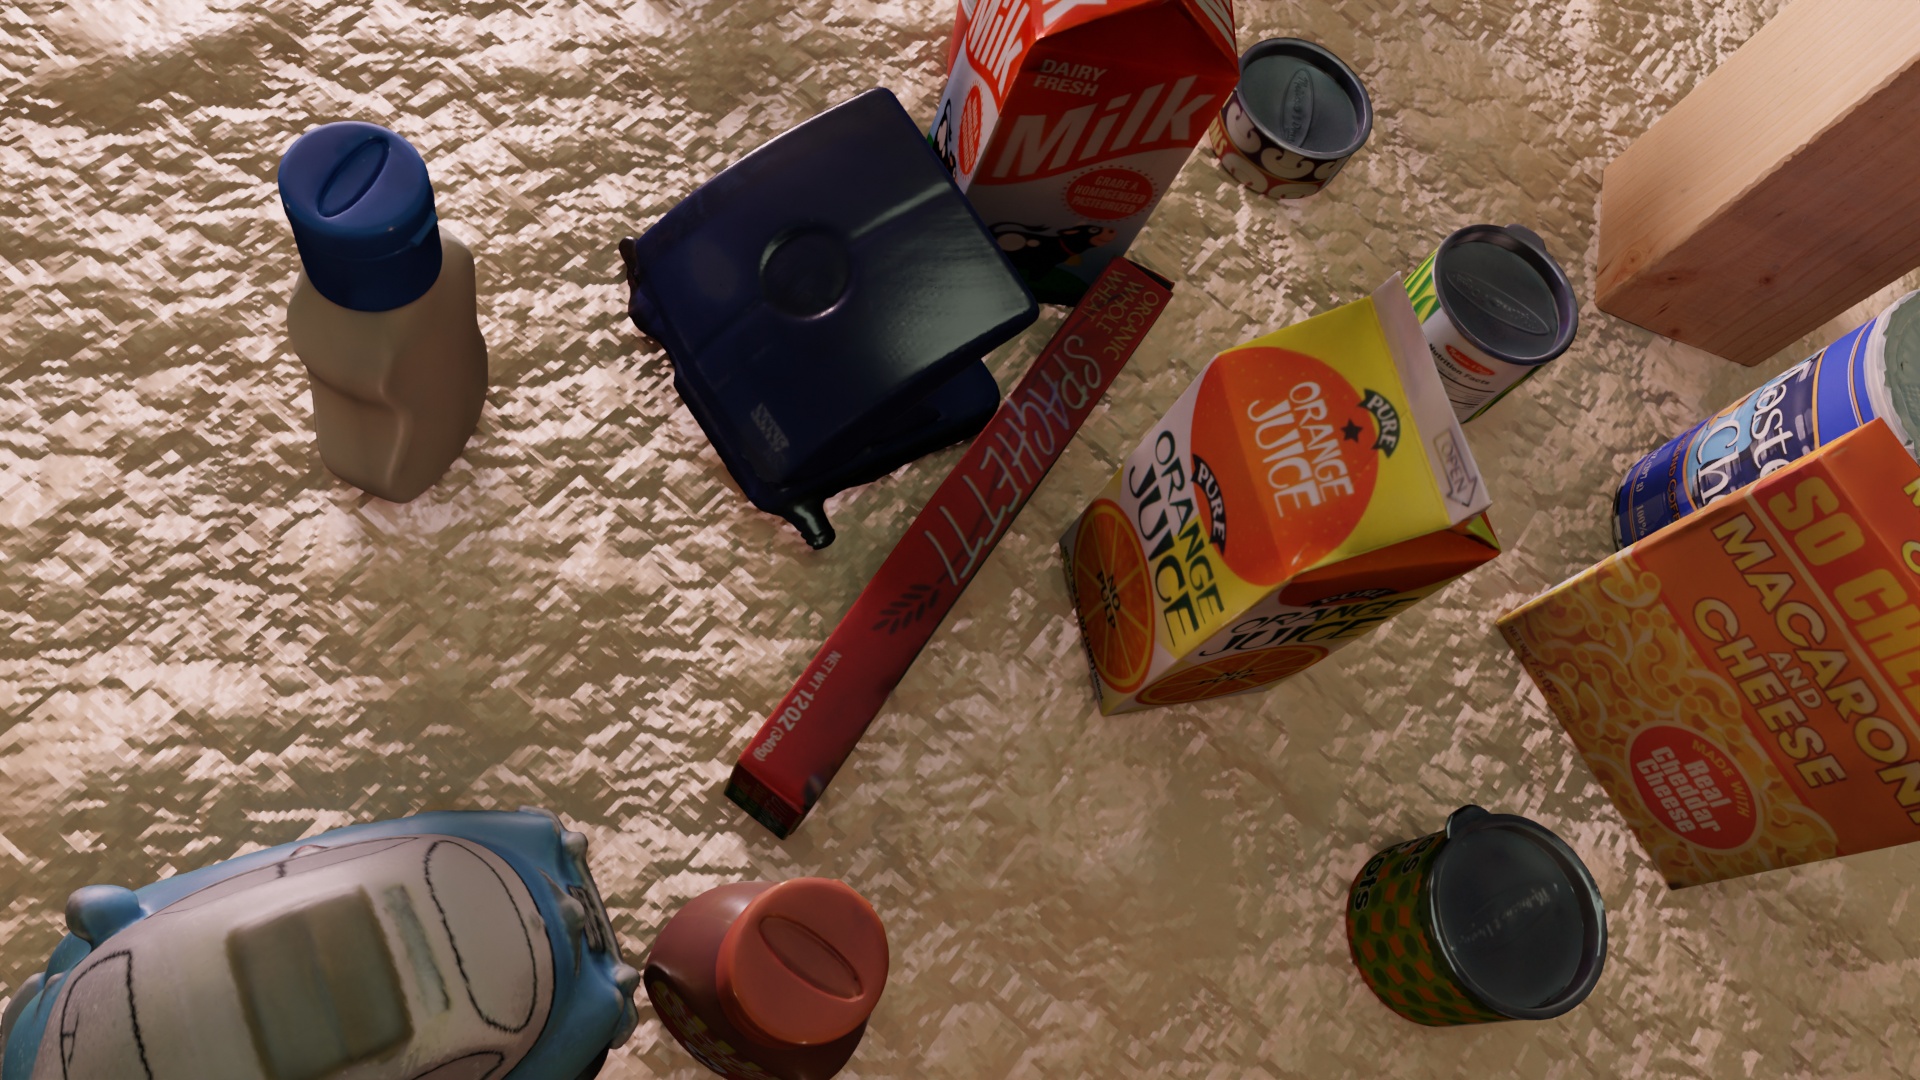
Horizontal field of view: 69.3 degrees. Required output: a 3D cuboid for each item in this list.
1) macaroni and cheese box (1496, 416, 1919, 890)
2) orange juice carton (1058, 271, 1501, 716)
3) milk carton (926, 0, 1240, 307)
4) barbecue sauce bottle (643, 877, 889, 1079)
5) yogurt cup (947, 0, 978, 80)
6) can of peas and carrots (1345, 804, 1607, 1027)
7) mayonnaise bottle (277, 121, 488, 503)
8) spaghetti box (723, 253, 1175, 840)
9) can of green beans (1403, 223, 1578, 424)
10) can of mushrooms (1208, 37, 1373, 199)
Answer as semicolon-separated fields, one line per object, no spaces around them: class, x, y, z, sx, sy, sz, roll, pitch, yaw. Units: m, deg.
macaroni and cheese box;0.283;0.048;0.487;0.040;0.165;0.124;-25;77;-23
orange juice carton;0.101;-0.006;0.444;0.073;0.192;0.072;-6;70;-18
milk carton;0.042;-0.163;0.494;0.073;0.189;0.072;5;67;-14
barbecue sauce bottle;-0.051;0.119;0.373;0.065;0.148;0.044;38;64;2
yogurt cup;0.027;-0.210;0.586;0.072;0.053;0.072;6;67;-13
can of peas and carrots;0.175;0.131;0.482;0.071;0.058;0.071;6;67;-13
mayonnaise bottle;-0.172;-0.066;0.417;0.041;0.147;0.065;26;64;-4
spaghetti box;0.002;-0.006;0.495;0.029;0.050;0.251;35;63;1
can of green beans;0.214;-0.090;0.586;0.071;0.057;0.071;6;67;-13
can of mushrooms;0.145;-0.189;0.622;0.071;0.033;0.071;6;67;-13
